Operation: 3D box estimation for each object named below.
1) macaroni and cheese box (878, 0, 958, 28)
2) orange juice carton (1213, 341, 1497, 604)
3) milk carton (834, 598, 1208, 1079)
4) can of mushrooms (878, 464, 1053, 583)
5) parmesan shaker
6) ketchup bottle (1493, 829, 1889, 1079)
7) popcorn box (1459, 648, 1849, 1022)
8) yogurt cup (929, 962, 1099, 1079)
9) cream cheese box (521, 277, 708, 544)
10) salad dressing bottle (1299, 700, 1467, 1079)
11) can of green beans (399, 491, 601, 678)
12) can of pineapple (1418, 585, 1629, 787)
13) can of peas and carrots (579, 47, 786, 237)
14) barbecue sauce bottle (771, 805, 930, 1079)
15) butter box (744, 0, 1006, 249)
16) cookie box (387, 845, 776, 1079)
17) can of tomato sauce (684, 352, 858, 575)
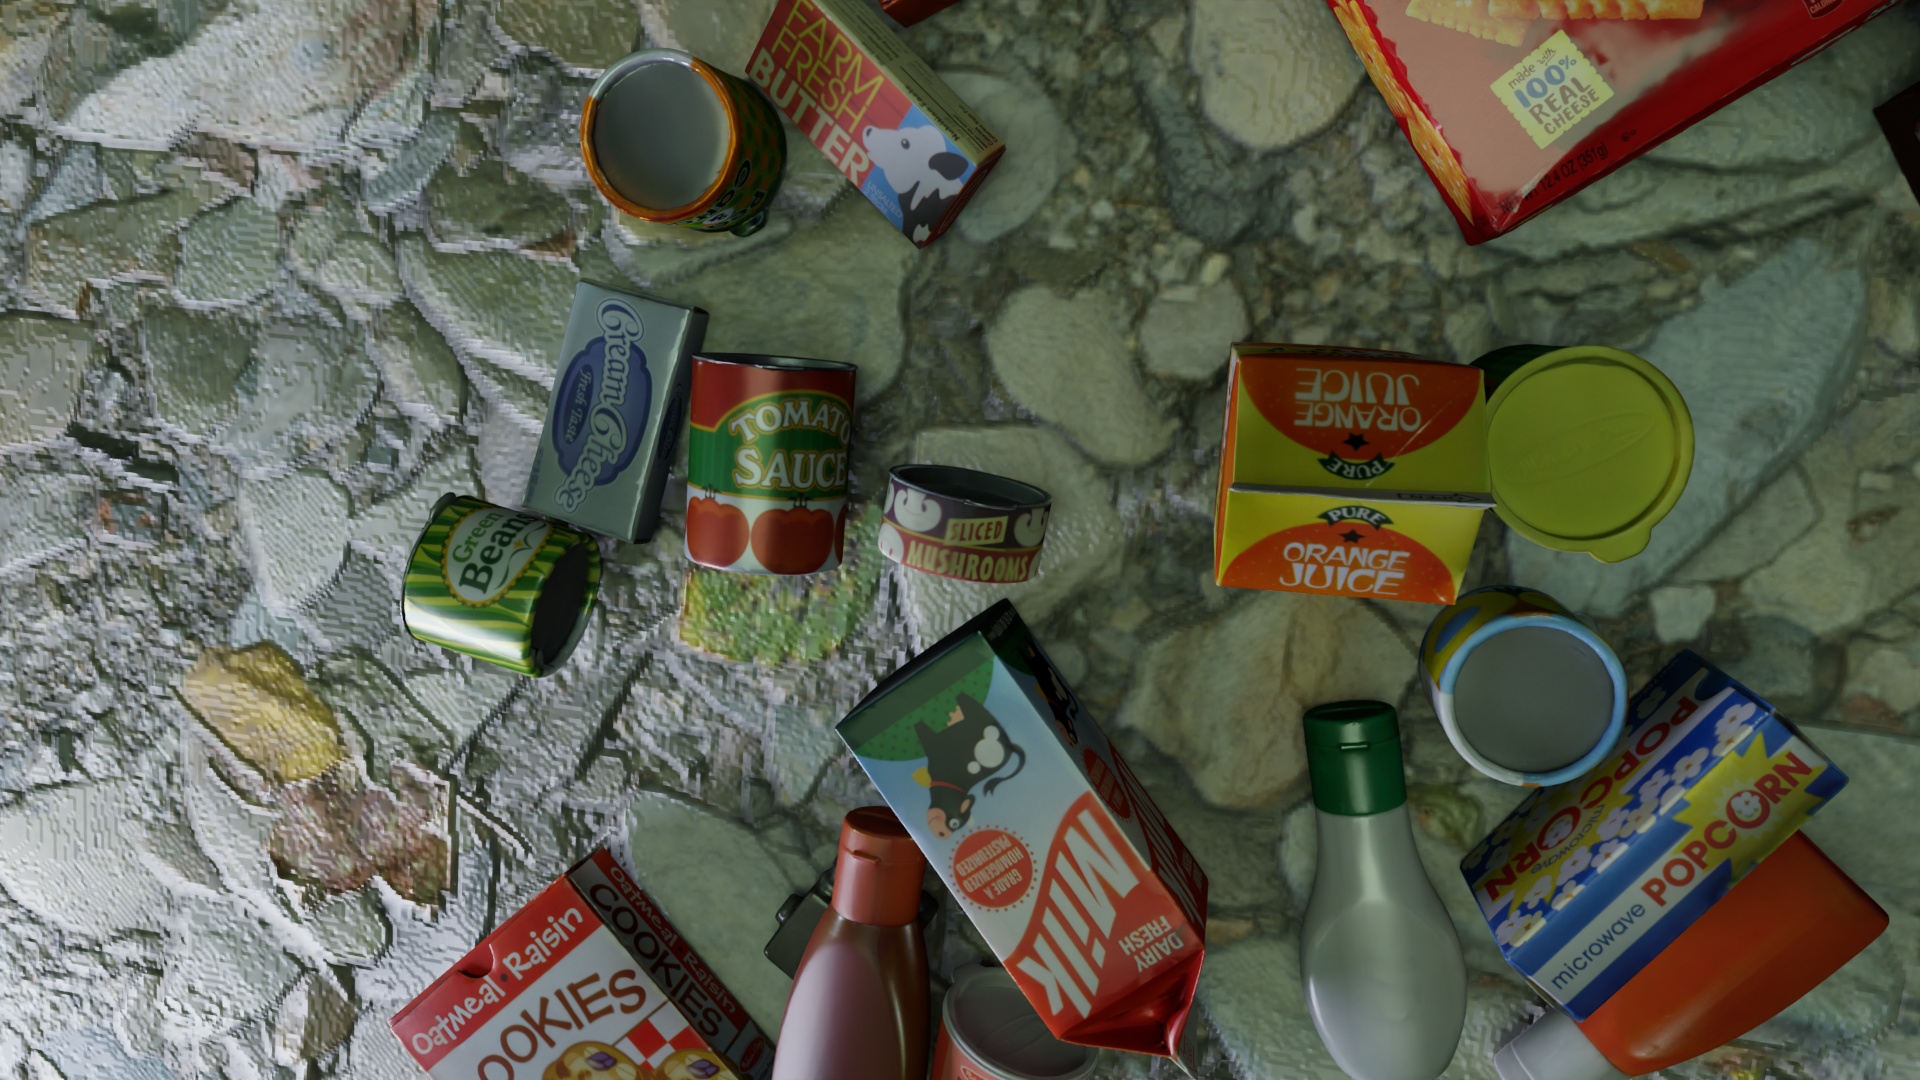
[{"bbox_3d":[-0.006,-0.302,0.527,0.123,0.040,0.166,-23,93,14],"label":"macaroni and cheese box"},{"bbox_3d":[0.123,-0.027,0.463,0.072,0.193,0.073,5,100,9],"label":"orange juice carton"},{"bbox_3d":[0.040,0.125,0.562,0.073,0.072,0.190,-36,90,13],"label":"milk carton"},{"bbox_3d":[0.002,-0.007,0.552,0.071,0.071,0.033,13,102,9],"label":"can of mushrooms"},{"bbox_3d":[0.209,-0.034,0.492,0.071,0.103,0.071,2,98,11],"label":"parmesan shaker"},{"bbox_3d":[0.275,0.170,0.538,0.065,0.043,0.148,44,103,3],"label":"ketchup bottle"},{"bbox_3d":[0.249,0.106,0.513,0.038,0.085,0.126,41,103,1],"label":"popcorn box"},{"bbox_3d":[0.018,0.223,0.585,0.072,0.072,0.053,20,110,7],"label":"yogurt cup"},{"bbox_3d":[-0.147,-0.055,0.592,0.053,0.024,0.103,16,95,8],"label":"cream cheese box"},{"bbox_3d":[0.165,0.139,0.556,0.064,0.044,0.147,-7,95,14],"label":"salad dressing bottle"},{"bbox_3d":[-0.195,0.020,0.594,0.058,0.071,0.071,17,101,8],"label":"can of green beans"},{"bbox_3d":[0.213,0.053,0.526,0.071,0.058,0.071,1,98,11],"label":"can of pineapple"},{"bbox_3d":[-0.109,-0.157,0.558,0.071,0.059,0.071,2,98,11],"label":"can of peas and carrots"},{"bbox_3d":[-0.041,0.186,0.577,0.065,0.044,0.148,12,99,20],"label":"barbecue sauce bottle"},{"bbox_3d":[-0.034,-0.170,0.547,0.103,0.024,0.053,46,138,2],"label":"butter box"},{"bbox_3d":[-0.160,0.242,0.632,0.122,0.040,0.167,-41,89,13],"label":"cookie box"},{"bbox_3d":[-0.077,-0.032,0.563,0.071,0.071,0.083,6,100,10],"label":"can of tomato sauce"}]
